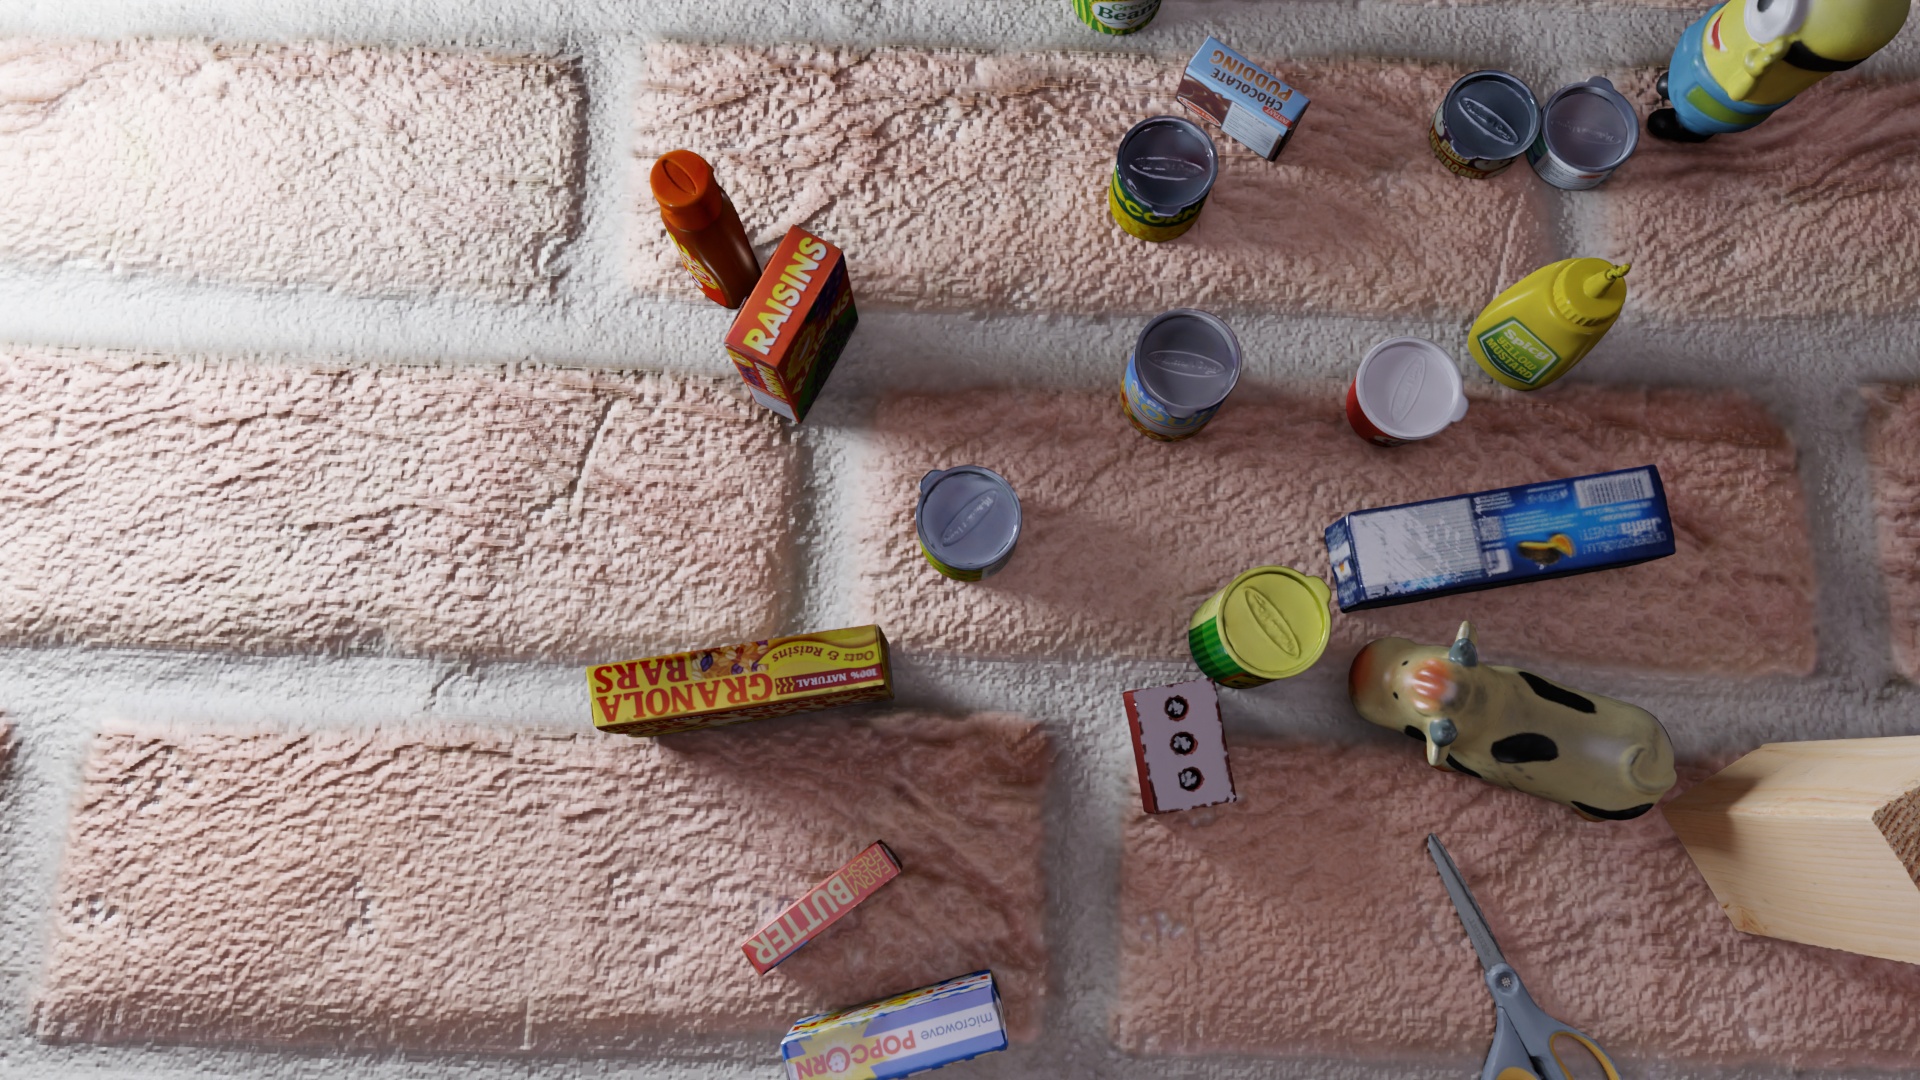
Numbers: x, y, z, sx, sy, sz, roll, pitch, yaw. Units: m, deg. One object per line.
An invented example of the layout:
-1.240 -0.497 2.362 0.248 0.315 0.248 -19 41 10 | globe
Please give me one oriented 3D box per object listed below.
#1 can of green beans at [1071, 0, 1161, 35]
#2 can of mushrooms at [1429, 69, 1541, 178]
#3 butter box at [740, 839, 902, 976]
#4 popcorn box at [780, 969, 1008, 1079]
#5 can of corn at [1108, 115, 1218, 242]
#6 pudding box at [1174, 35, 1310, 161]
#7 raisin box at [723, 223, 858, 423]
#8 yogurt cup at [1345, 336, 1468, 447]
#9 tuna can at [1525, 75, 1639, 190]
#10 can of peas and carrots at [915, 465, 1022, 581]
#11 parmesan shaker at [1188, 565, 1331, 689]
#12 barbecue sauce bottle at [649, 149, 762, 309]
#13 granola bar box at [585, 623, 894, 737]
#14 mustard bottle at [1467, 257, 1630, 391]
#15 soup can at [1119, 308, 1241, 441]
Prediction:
0.110 -0.393 0.958 0.071 0.057 0.071 0 79 0 | can of green beans
0.356 -0.282 0.950 0.071 0.033 0.071 0 79 0 | can of mushrooms
-0.083 0.221 0.843 0.103 0.053 0.024 -36 82 -6 | butter box
-0.036 0.289 0.814 0.127 0.085 0.038 -15 80 -3 | popcorn box
0.134 -0.238 0.928 0.071 0.058 0.071 0 79 0 | can of corn
0.191 -0.300 0.945 0.084 0.049 0.030 35 82 6 | pudding box
-0.104 -0.133 0.875 0.040 0.123 0.086 28 81 5 | raisin box
0.285 -0.093 0.904 0.072 0.054 0.072 0 79 0 | yogurt cup
0.425 -0.278 0.950 0.071 0.032 0.071 0 79 0 | tuna can
0.003 -0.011 0.884 0.071 0.058 0.071 0 79 0 | can of peas and carrots
0.183 0.054 0.850 0.071 0.103 0.071 0 80 0 | parmesan shaker
-0.161 -0.197 0.874 0.044 0.148 0.065 -41 82 -7 | barbecue sauce bottle
-0.125 0.087 0.832 0.166 0.124 0.039 -8 80 -2 | granola bar box
0.369 -0.140 0.859 0.065 0.160 0.049 43 83 7 | mustard bottle
0.138 -0.101 0.889 0.071 0.083 0.071 0 80 0 | soup can
